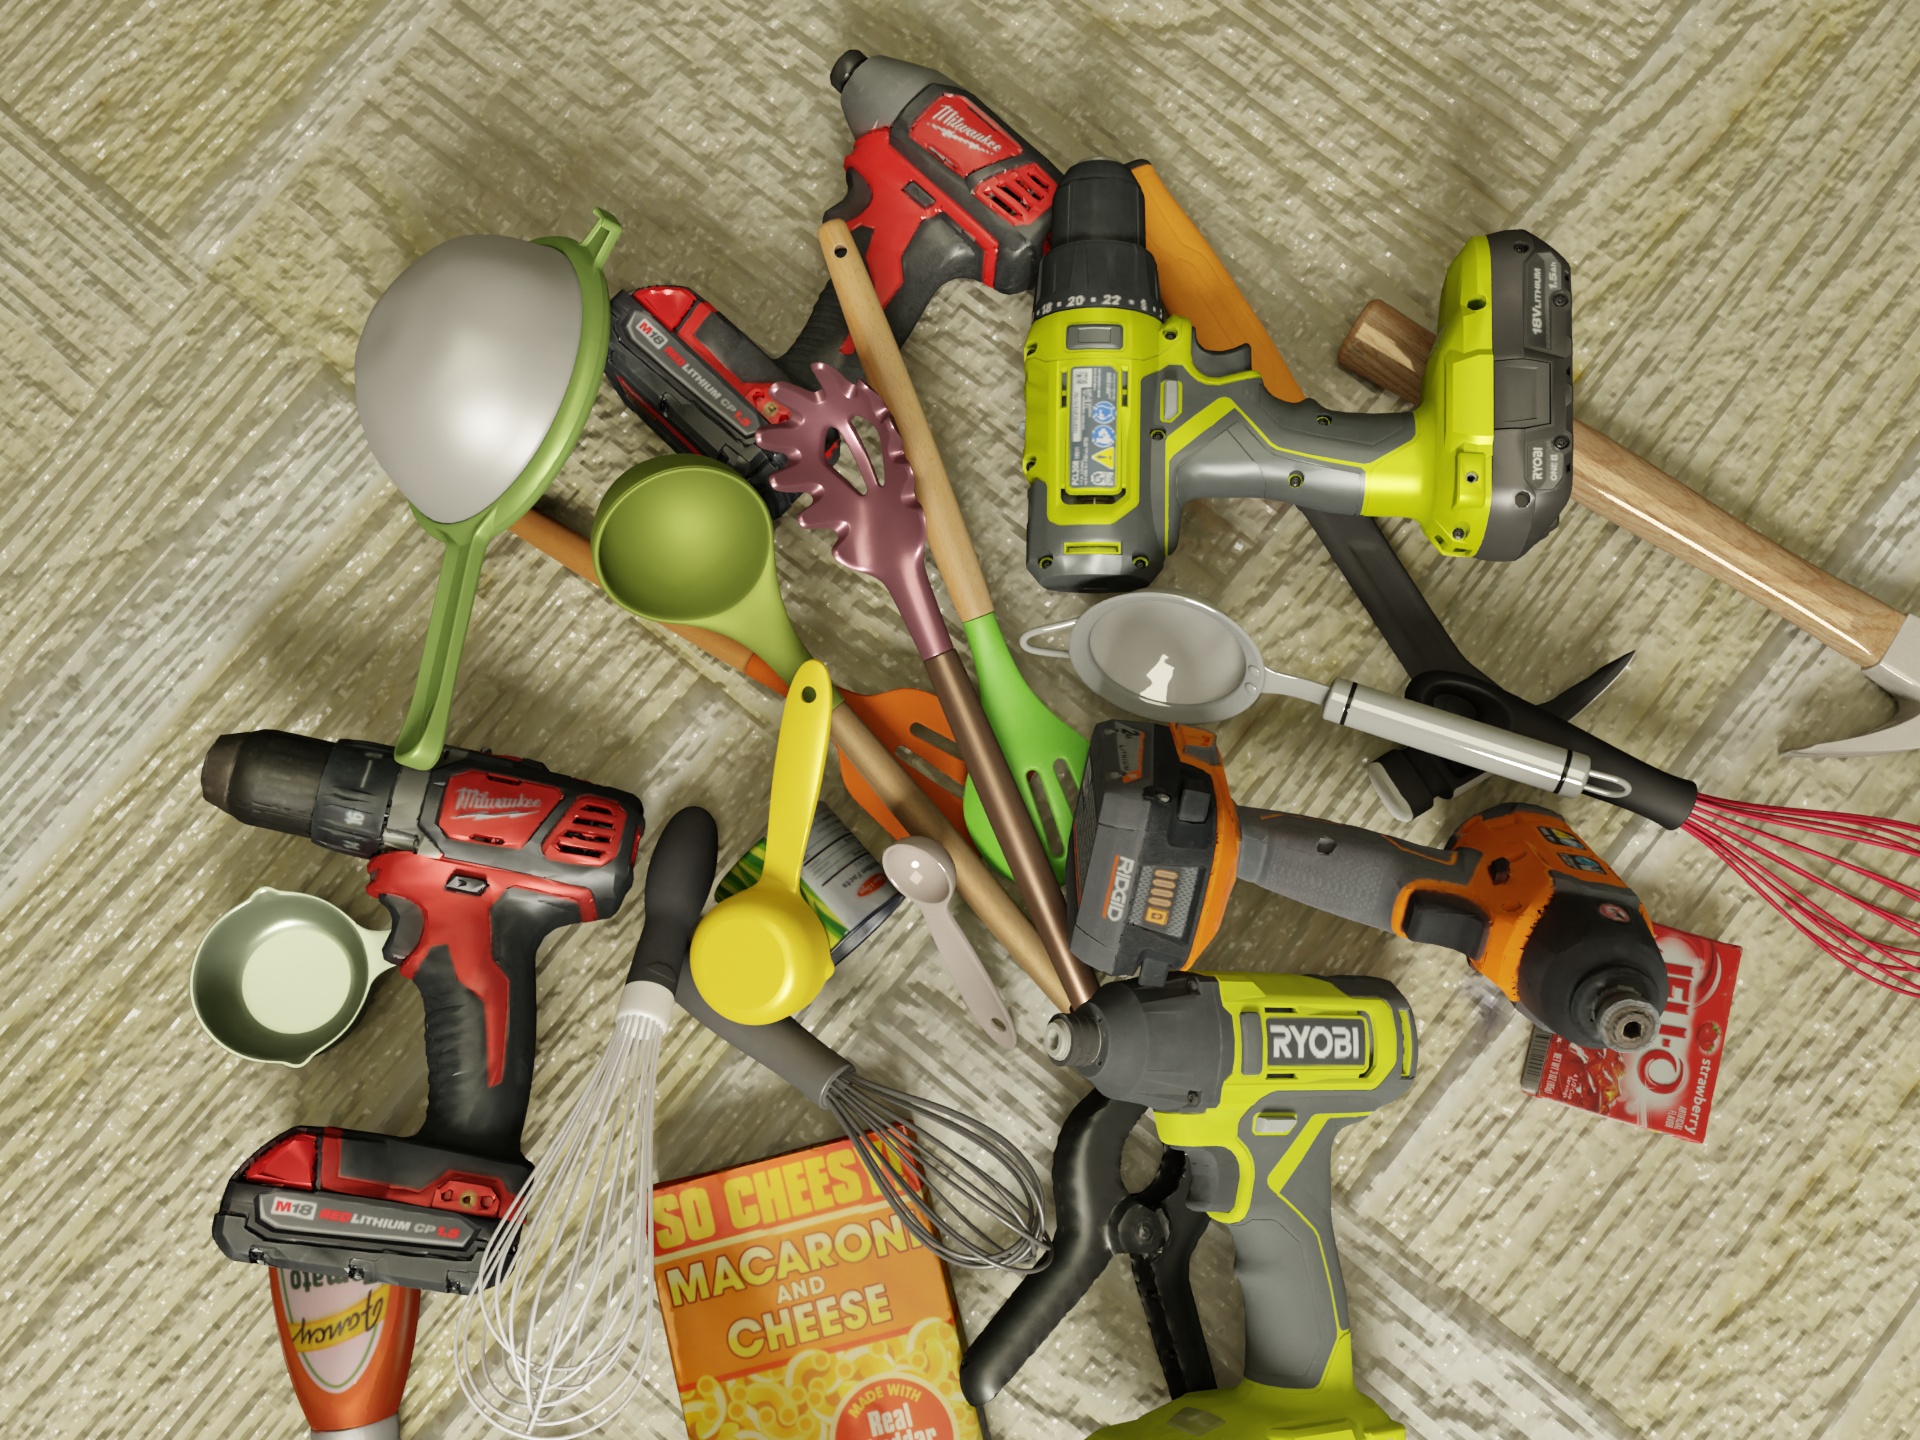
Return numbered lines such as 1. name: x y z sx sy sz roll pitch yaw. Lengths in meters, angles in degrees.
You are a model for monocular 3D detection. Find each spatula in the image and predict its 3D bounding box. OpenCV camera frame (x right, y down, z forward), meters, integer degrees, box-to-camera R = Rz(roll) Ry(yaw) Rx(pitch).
1. spatula: -0.116 -0.038 0.753 0.323 0.041 0.081 31 85 11

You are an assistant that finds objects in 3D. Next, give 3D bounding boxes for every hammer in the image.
1. hammer: 0.169 -0.126 0.746 0.127 0.034 0.337 -31 81 -2
2. hammer: 0.323 -0.095 0.737 0.331 0.031 0.130 33 84 7

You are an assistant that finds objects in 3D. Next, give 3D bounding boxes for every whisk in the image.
1. whisk: 0.329 0.045 0.687 0.296 0.073 0.073 24 83 1
2. whisk: -0.056 0.156 0.676 0.239 0.055 0.055 30 83 29
3. whisk: -0.135 0.146 0.650 0.070 0.070 0.285 5 47 3

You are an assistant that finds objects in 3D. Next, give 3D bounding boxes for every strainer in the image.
1. strainer: 0.154 -0.012 0.678 0.258 0.086 0.050 19 56 13
2. strainer: -0.233 -0.109 0.693 0.151 0.069 0.256 -9 67 40

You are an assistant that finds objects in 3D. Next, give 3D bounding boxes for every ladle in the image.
1. ladle: -0.041 0.018 0.692 0.078 0.062 0.320 -38 96 9

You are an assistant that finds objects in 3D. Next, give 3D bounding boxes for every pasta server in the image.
1. pasta server: -0.001 -0.002 0.683 0.060 0.040 0.316 -22 94 20

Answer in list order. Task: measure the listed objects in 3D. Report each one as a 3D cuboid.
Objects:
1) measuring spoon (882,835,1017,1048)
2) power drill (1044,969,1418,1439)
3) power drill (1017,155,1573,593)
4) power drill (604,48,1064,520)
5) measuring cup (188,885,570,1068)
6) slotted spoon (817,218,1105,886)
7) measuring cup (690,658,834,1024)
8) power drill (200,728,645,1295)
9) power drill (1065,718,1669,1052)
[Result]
1. measuring spoon: 0.002 0.097 0.700 0.034 0.124 0.018 -1 37 37
2. power drill: 0.109 0.215 0.646 0.171 0.080 0.223 7 78 -29
3. power drill: 0.140 -0.153 0.696 0.228 0.080 0.190 1 85 7
4. power drill: -0.061 -0.213 0.751 0.143 0.078 0.219 44 82 7
5. measuring cup: -0.263 0.107 0.735 0.167 0.038 0.083 -14 80 -16
6. slotted spoon: -0.003 -0.070 0.706 0.070 0.031 0.313 -20 96 -1
7. measuring cup: -0.077 0.052 0.659 0.062 0.029 0.156 13 99 16
8. power drill: -0.248 0.115 0.678 0.188 0.080 0.227 13 70 -11
9. power drill: 0.160 0.070 0.632 0.226 0.164 0.084 11 106 0
